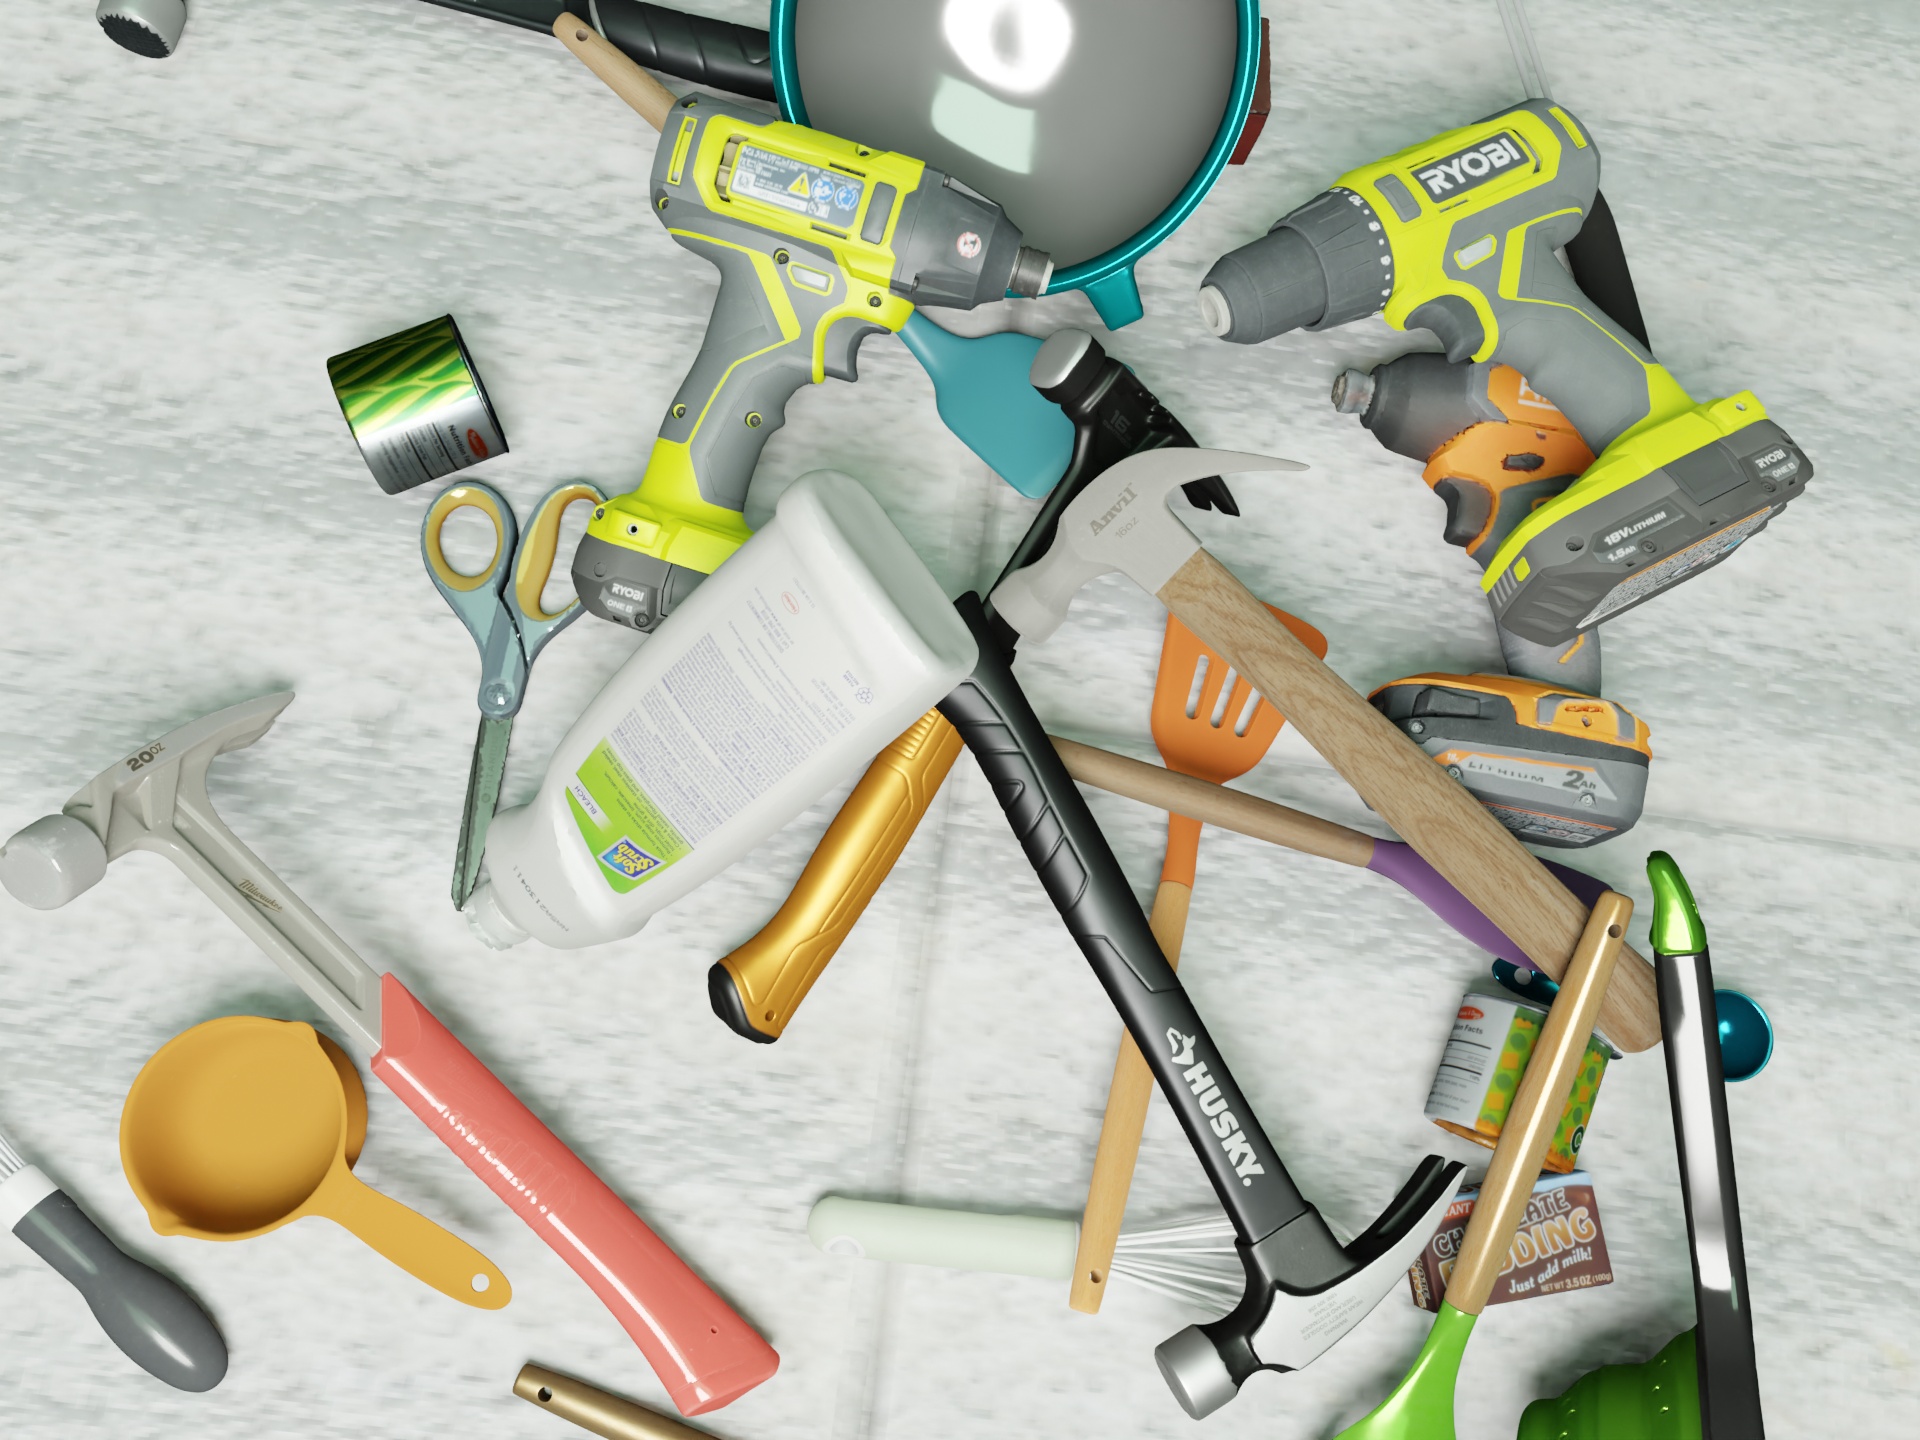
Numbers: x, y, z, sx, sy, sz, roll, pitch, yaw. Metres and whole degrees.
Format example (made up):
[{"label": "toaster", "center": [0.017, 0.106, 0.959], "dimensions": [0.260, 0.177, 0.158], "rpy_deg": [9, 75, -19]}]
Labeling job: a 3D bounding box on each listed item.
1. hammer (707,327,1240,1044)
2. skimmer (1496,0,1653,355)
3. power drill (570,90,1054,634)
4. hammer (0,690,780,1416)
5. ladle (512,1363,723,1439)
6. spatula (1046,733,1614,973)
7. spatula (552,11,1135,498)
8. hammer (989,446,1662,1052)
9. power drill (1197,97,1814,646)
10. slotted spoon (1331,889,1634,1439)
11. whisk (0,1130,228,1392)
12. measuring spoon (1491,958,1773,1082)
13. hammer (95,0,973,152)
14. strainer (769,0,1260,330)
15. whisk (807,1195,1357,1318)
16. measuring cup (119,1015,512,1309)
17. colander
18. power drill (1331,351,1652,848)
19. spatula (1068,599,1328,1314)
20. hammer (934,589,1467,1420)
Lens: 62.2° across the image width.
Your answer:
[{"label": "hammer", "center": [-0.001, -0.002, 0.710], "dimensions": [0.127, 0.034, 0.337], "rpy_deg": [37, 83, -36]}, {"label": "skimmer", "center": [0.277, -0.334, 0.824], "dimensions": [0.127, 0.090, 0.363], "rpy_deg": [-19, 91, -12]}, {"label": "power drill", "center": [-0.068, -0.137, 0.690], "dimensions": [0.171, 0.080, 0.223], "rpy_deg": [17, 96, -3]}, {"label": "hammer", "center": [-0.207, 0.145, 0.655], "dimensions": [0.359, 0.149, 0.036], "rpy_deg": [46, 117, -5]}, {"label": "ladle", "center": [-0.036, 0.332, 0.646], "dimensions": [0.320, 0.062, 0.078], "rpy_deg": [22, 79, 2]}, {"label": "spatula", "center": [0.157, 0.053, 0.705], "dimensions": [0.315, 0.018, 0.060], "rpy_deg": [18, 58, -10]}, {"label": "spatula", "center": [-0.063, -0.229, 0.750], "dimensions": [0.317, 0.044, 0.082], "rpy_deg": [39, 81, -6]}, {"label": "hammer", "center": [0.175, 0.014, 0.663], "dimensions": [0.331, 0.031, 0.130], "rpy_deg": [43, 104, -2]}, {"label": "power drill", "center": [0.231, -0.152, 0.692], "dimensions": [0.190, 0.080, 0.229], "rpy_deg": [-25, 71, -12]}, {"label": "slotted spoon", "center": [0.214, 0.217, 0.654], "dimensions": [0.070, 0.031, 0.314], "rpy_deg": [18, 96, -8]}, {"label": "whisk", "center": [-0.403, 0.171, 0.644], "dimensions": [0.284, 0.070, 0.070], "rpy_deg": [43, 78, -1]}, {"label": "measuring spoon", "center": [0.310, 0.134, 0.742], "dimensions": [0.128, 0.021, 0.042], "rpy_deg": [16, 78, 7]}, {"label": "hammer", "center": [-0.194, -0.349, 0.779], "dimensions": [0.409, 0.036, 0.149], "rpy_deg": [13, 77, -3]}, {"label": "strainer", "center": [-0.033, -0.328, 0.717], "dimensions": [0.340, 0.095, 0.211], "rpy_deg": [21, 116, 0]}, {"label": "whisk", "center": [0.057, 0.228, 0.684], "dimensions": [0.246, 0.057, 0.059], "rpy_deg": [6, 44, -1]}, {"label": "measuring cup", "center": [-0.255, 0.189, 0.655], "dimensions": [0.173, 0.052, 0.095], "rpy_deg": [33, 77, 0]}, {"label": "colander", "center": [0.265, 0.252, 0.632], "dimensions": [0.094, 0.204, 0.397], "rpy_deg": [-7, 91, 24]}, {"label": "power drill", "center": [0.245, -0.067, 0.743], "dimensions": [0.164, 0.084, 0.227], "rpy_deg": [12, 74, -1]}, {"label": "spatula", "center": [0.093, 0.094, 0.698], "dimensions": [0.081, 0.041, 0.323], "rpy_deg": [20, 67, -10]}, {"label": "hammer", "center": [0.075, 0.098, 0.650], "dimensions": [0.146, 0.035, 0.335], "rpy_deg": [-28, 87, -11]}]
